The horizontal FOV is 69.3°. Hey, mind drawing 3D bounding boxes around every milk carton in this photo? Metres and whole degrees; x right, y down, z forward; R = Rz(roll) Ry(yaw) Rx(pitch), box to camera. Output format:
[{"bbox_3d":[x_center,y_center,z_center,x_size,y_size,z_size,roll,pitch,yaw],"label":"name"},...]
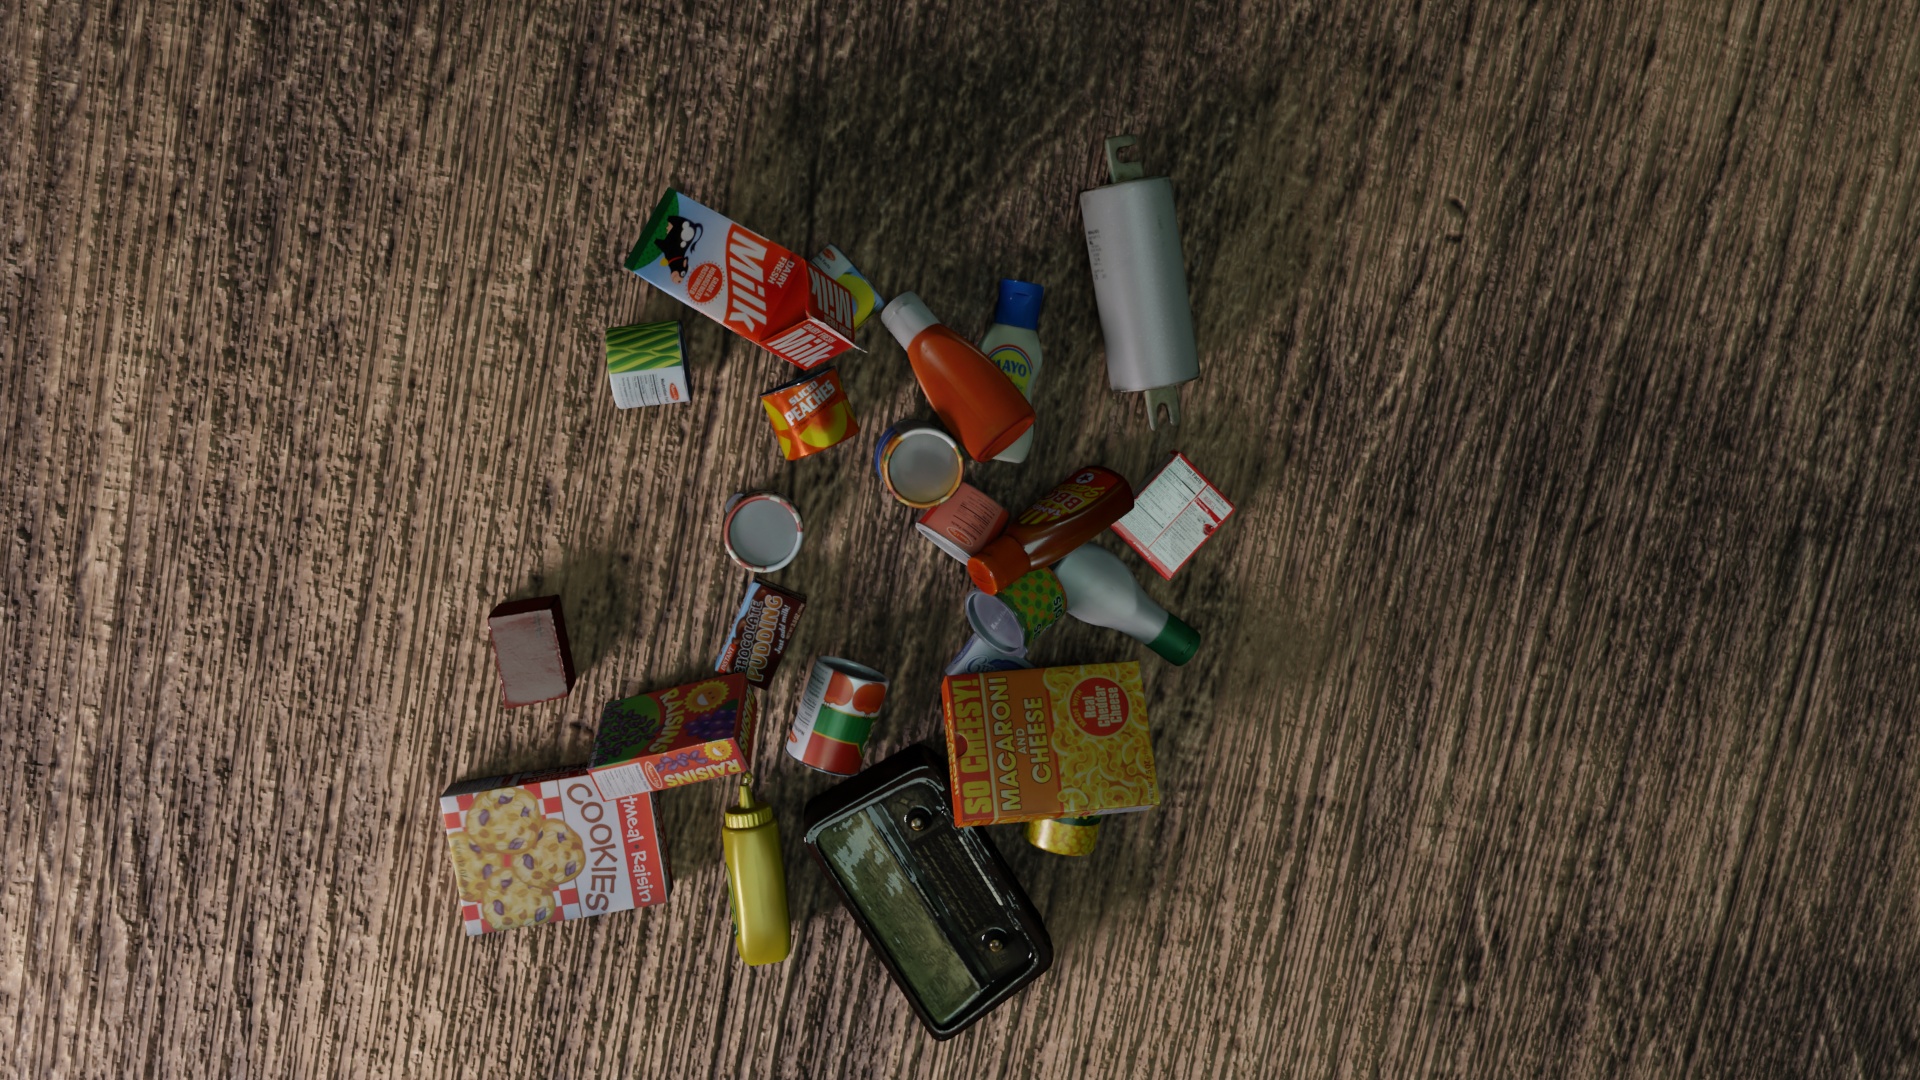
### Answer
[{"bbox_3d":[-0.156,-0.192,1.057,0.191,0.072,0.073,31,94,25],"label":"milk carton"}]

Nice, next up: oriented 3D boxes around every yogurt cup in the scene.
[{"bbox_3d":[0.004,-0.015,1.161,0.072,0.072,0.054,35,84,-11],"label":"yogurt cup"}]

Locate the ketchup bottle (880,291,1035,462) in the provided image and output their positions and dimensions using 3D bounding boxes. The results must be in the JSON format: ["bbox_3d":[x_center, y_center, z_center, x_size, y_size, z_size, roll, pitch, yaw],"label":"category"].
[{"bbox_3d":[-0.007,-0.137,1.124,0.064,0.043,0.149,-39,77,4],"label":"ketchup bottle"}]

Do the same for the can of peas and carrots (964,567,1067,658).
[{"bbox_3d":[0.049,0.056,1.165,0.059,0.071,0.071,-38,104,-32],"label":"can of peas and carrots"}]

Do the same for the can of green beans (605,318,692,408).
[{"bbox_3d":[-0.247,-0.140,1.104,0.058,0.071,0.071,-7,100,-6],"label":"can of green beans"}]

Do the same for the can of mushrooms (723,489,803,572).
[{"bbox_3d":[-0.165,-0.009,1.152,0.071,0.033,0.071,-1,99,-8],"label":"can of mushrooms"}]

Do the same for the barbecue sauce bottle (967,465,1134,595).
[{"bbox_3d":[0.072,-0.008,1.146,0.149,0.065,0.043,-34,121,-25],"label":"barbecue sauce bottle"}]

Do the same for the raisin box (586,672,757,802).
[{"bbox_3d":[-0.231,0.159,1.126,0.123,0.086,0.040,-13,122,6],"label":"raisin box"}]

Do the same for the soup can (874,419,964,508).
[{"bbox_3d":[-0.035,-0.061,1.137,0.071,0.084,0.071,-1,99,-8],"label":"soup can"}]

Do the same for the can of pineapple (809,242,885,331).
[{"bbox_3d":[-0.102,-0.195,1.118,0.058,0.071,0.071,-42,102,1],"label":"can of pineapple"}]

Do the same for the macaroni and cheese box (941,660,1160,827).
[{"bbox_3d":[0.074,0.168,1.157,0.167,0.040,0.124,-4,70,-9],"label":"macaroni and cheese box"}]

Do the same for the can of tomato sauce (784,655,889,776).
[{"bbox_3d":[-0.101,0.147,1.168,0.071,0.071,0.083,18,95,-10],"label":"can of tomato sauce"}]

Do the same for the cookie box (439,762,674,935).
[{"bbox_3d":[-0.335,0.253,1.163,0.168,0.040,0.122,-8,100,-6],"label":"cookie box"}]

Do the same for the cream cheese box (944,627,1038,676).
[{"bbox_3d":[0.043,0.124,1.206,0.104,0.024,0.053,37,90,-12],"label":"cream cheese box"}]

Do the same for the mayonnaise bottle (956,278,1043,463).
[{"bbox_3d":[0.038,-0.142,1.157,0.065,0.041,0.147,10,97,-3],"label":"mayonnaise bottle"}]

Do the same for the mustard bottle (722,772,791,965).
[{"bbox_3d":[-0.175,0.275,1.179,0.049,0.065,0.160,-7,94,-12],"label":"mustard bottle"}]

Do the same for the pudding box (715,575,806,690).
[{"bbox_3d":[-0.168,0.078,1.166,0.049,0.030,0.083,24,94,-10],"label":"pudding box"}]

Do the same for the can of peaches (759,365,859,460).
[{"bbox_3d":[-0.121,-0.103,1.125,0.071,0.071,0.058,-22,102,-4],"label":"can of peaches"}]

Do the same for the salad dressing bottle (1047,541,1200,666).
[{"bbox_3d":[0.140,0.056,1.200,0.147,0.044,0.064,35,91,-12],"label":"salad dressing bottle"}]

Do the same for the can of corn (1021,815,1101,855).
[{"bbox_3d":[0.090,0.234,1.205,0.071,0.071,0.058,10,98,-9],"label":"can of corn"}]
